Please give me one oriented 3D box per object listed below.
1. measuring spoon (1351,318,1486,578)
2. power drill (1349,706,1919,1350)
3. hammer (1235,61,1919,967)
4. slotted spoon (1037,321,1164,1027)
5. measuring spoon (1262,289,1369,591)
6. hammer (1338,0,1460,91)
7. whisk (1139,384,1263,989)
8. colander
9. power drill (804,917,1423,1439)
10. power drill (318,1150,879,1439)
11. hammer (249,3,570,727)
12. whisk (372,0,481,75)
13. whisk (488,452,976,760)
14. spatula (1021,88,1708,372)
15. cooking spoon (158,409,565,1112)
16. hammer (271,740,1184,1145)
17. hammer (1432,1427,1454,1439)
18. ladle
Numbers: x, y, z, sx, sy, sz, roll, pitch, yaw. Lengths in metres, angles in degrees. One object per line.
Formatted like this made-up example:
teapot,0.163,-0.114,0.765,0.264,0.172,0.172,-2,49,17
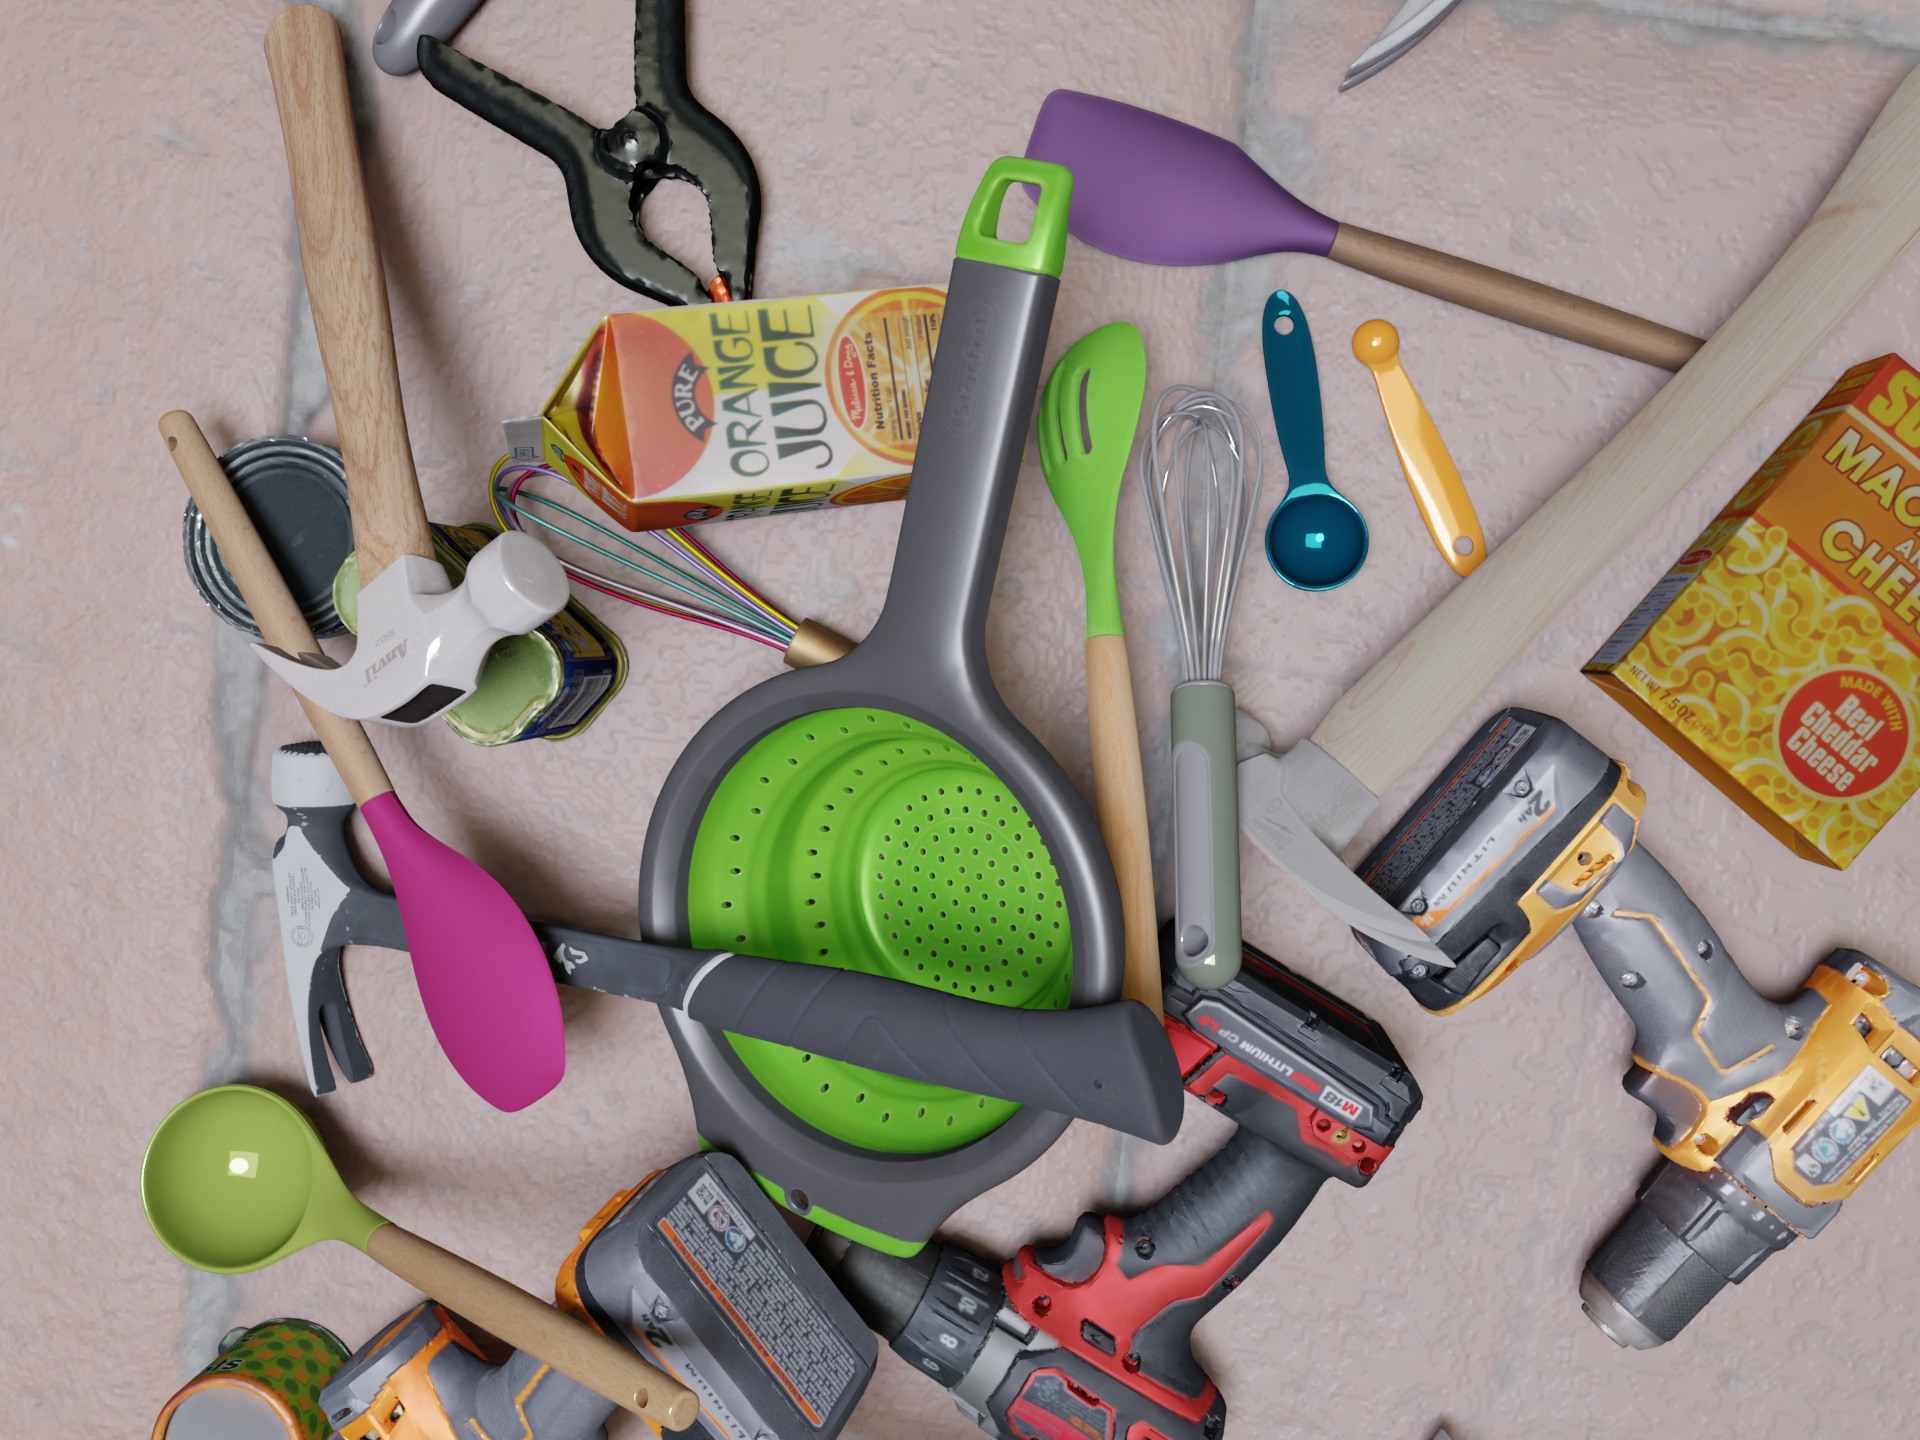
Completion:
measuring spoon,0.192,-0.112,0.660,0.021,0.011,0.117,-23,91,4
power drill,0.260,0.128,0.637,0.226,0.084,0.185,39,96,-4
hammer,0.263,-0.092,0.595,0.410,0.146,0.038,-47,129,4
slotted spoon,0.059,-0.007,0.616,0.031,0.070,0.314,2,77,-28
measuring spoon,0.141,-0.115,0.664,0.042,0.021,0.129,-7,83,5
hammer,0.065,-0.427,0.640,0.386,0.038,0.143,40,96,1
whisk,0.094,-0.019,0.620,0.058,0.059,0.246,-16,66,43
colander,-0.001,-0.002,0.605,0.205,0.094,0.397,19,105,25
power drill,0.060,0.193,0.652,0.188,0.080,0.226,31,97,2
power drill,-0.142,0.284,0.636,0.226,0.084,0.164,-37,91,29
hammer,-0.231,-0.146,0.604,0.130,0.031,0.332,-32,62,26
whisk,-0.167,-0.364,0.654,0.055,0.055,0.239,42,99,1
whisk,-0.088,-0.047,0.665,0.245,0.051,0.047,28,88,-1
spatula,0.177,-0.187,0.654,0.316,0.018,0.060,18,97,3
cooking spoon,-0.243,0.010,0.630,0.068,0.017,0.319,-35,80,25
hammer,-0.112,0.102,0.602,0.409,0.036,0.149,6,98,27
hammer,0.036,0.321,0.594,0.358,0.037,0.149,19,101,-26
ladle,-0.213,0.203,0.595,0.320,0.062,0.078,5,81,41
